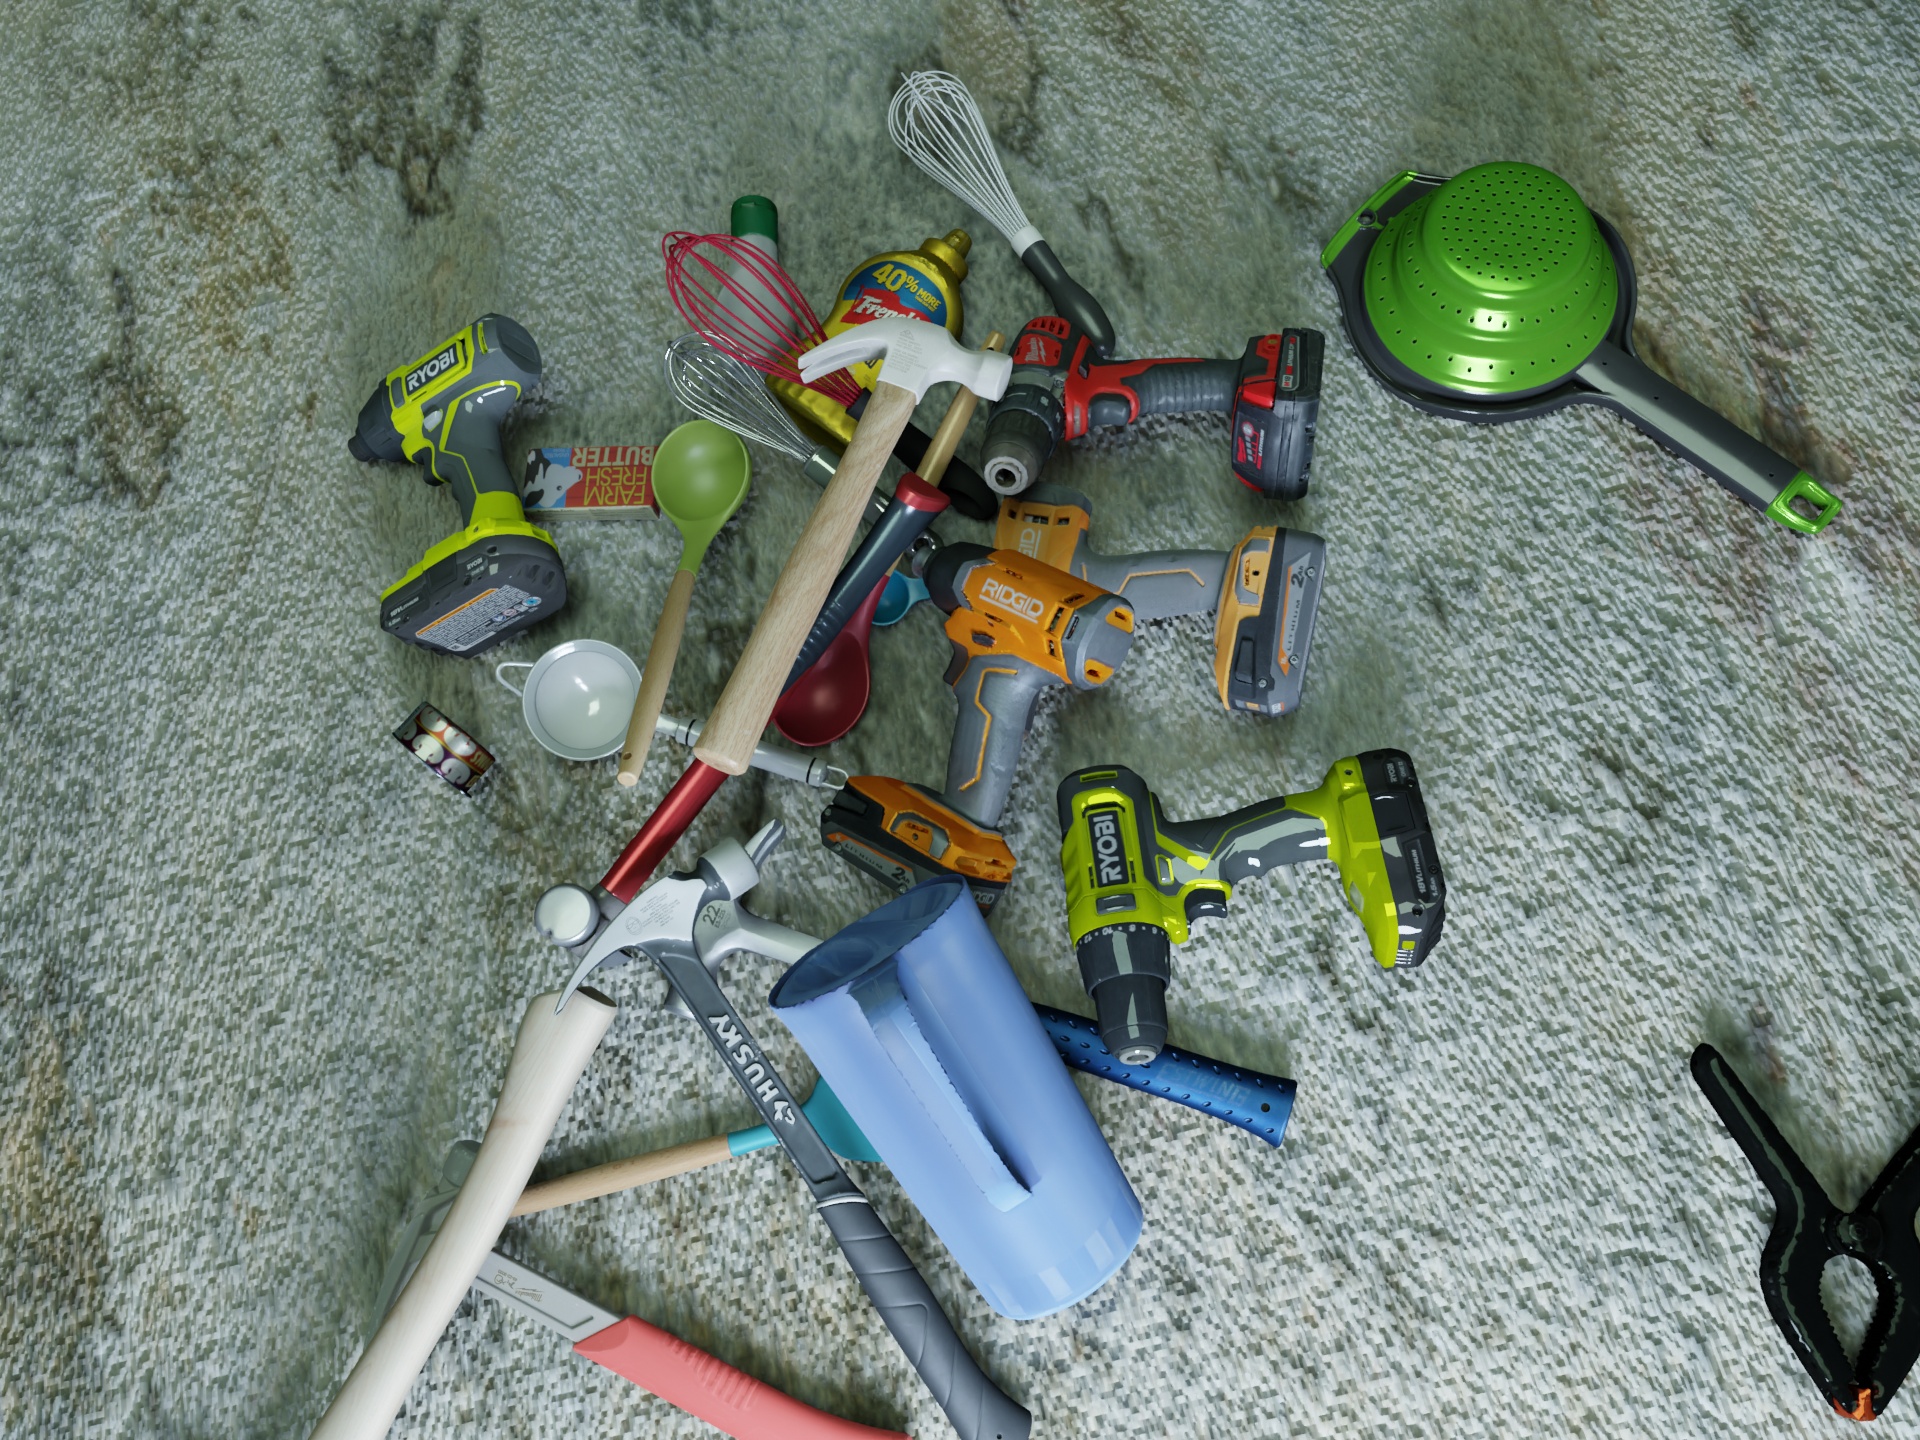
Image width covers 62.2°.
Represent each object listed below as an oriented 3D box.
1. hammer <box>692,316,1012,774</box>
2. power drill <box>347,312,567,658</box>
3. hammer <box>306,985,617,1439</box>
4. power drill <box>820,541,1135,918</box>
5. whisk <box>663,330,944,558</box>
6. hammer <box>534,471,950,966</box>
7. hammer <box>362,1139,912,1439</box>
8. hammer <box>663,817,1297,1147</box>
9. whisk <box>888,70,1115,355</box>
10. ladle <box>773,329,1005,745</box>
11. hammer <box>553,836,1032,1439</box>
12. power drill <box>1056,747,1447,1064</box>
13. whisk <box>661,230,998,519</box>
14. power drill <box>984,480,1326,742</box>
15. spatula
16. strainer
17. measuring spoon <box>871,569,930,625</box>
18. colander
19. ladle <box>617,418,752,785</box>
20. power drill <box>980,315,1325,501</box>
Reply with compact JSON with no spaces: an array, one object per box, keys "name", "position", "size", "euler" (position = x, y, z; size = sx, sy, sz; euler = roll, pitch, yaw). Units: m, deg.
[{"name":"hammer","position":[-0.087,-0.118,1.015],"size":[0.130,0.031,0.331],"euler":[21,72,9]},{"name":"power drill","position":[-0.374,-0.167,1.166],"size":[0.171,0.080,0.223],"euler":[-25,66,22]},{"name":"hammer","position":[-0.314,0.354,0.971],"size":[0.146,0.038,0.410],"euler":[28,88,11]},{"name":"power drill","position":[-0.002,-0.003,1.031],"size":[0.164,0.084,0.226],"euler":[28,96,33]},{"name":"whisk","position":[-0.111,-0.192,1.132],"size":[0.246,0.059,0.058],"euler":[38,102,-3]},{"name":"hammer","position":[-0.133,-0.003,1.054],"size":[0.038,0.143,0.386],"euler":[35,79,10]},{"name":"hammer","position":[-0.192,0.402,0.979],"size":[0.359,0.036,0.149],"euler":[23,87,12]},{"name":"hammer","position":[0.016,0.182,1.028],"size":[0.405,0.035,0.144],"euler":[16,75,13]},{"name":"whisk","position":[0.034,-0.385,1.206],"size":[0.070,0.070,0.285],"euler":[-33,76,-4]},{"name":"ladle","position":[-0.045,-0.127,1.104],"size":[0.069,0.031,0.315],"euler":[27,93,-8]},{"name":"hammer","position":[-0.087,0.277,0.957],"size":[0.149,0.036,0.409],"euler":[-33,85,-22]},{"name":"power drill","position":[0.178,0.110,0.995],"size":[0.228,0.080,0.191],"euler":[-9,57,5]},{"name":"whisk","position":[-0.088,-0.236,1.106],"size":[0.295,0.073,0.073],"euler":[38,79,-16]},{"name":"power drill","position":[0.119,-0.057,1.072],"size":[0.226,0.084,0.185],"euler":[10,81,15]},{"name":"spatula","position":[-0.175,0.278,1.019],"size":[0.317,0.044,0.082],"euler":[-16,83,3]},{"name":"strainer","position":[-0.199,0.007,1.114],"size":[0.258,0.050,0.087],"euler":[17,82,7]},{"name":"measuring spoon","position":[-0.014,-0.096,1.137],"size":[0.128,0.021,0.042],"euler":[-11,91,-5]},{"name":"colander","position":[0.433,-0.268,1.088],"size":[0.397,0.094,0.204],"euler":[41,82,18]},{"name":"ladle","position":[-0.197,-0.088,1.076],"size":[0.078,0.062,0.320],"euler":[-10,45,16]},{"name":"power drill","position":[0.127,-0.207,1.085],"size":[0.227,0.080,0.188],"euler":[7,41,11]}]
